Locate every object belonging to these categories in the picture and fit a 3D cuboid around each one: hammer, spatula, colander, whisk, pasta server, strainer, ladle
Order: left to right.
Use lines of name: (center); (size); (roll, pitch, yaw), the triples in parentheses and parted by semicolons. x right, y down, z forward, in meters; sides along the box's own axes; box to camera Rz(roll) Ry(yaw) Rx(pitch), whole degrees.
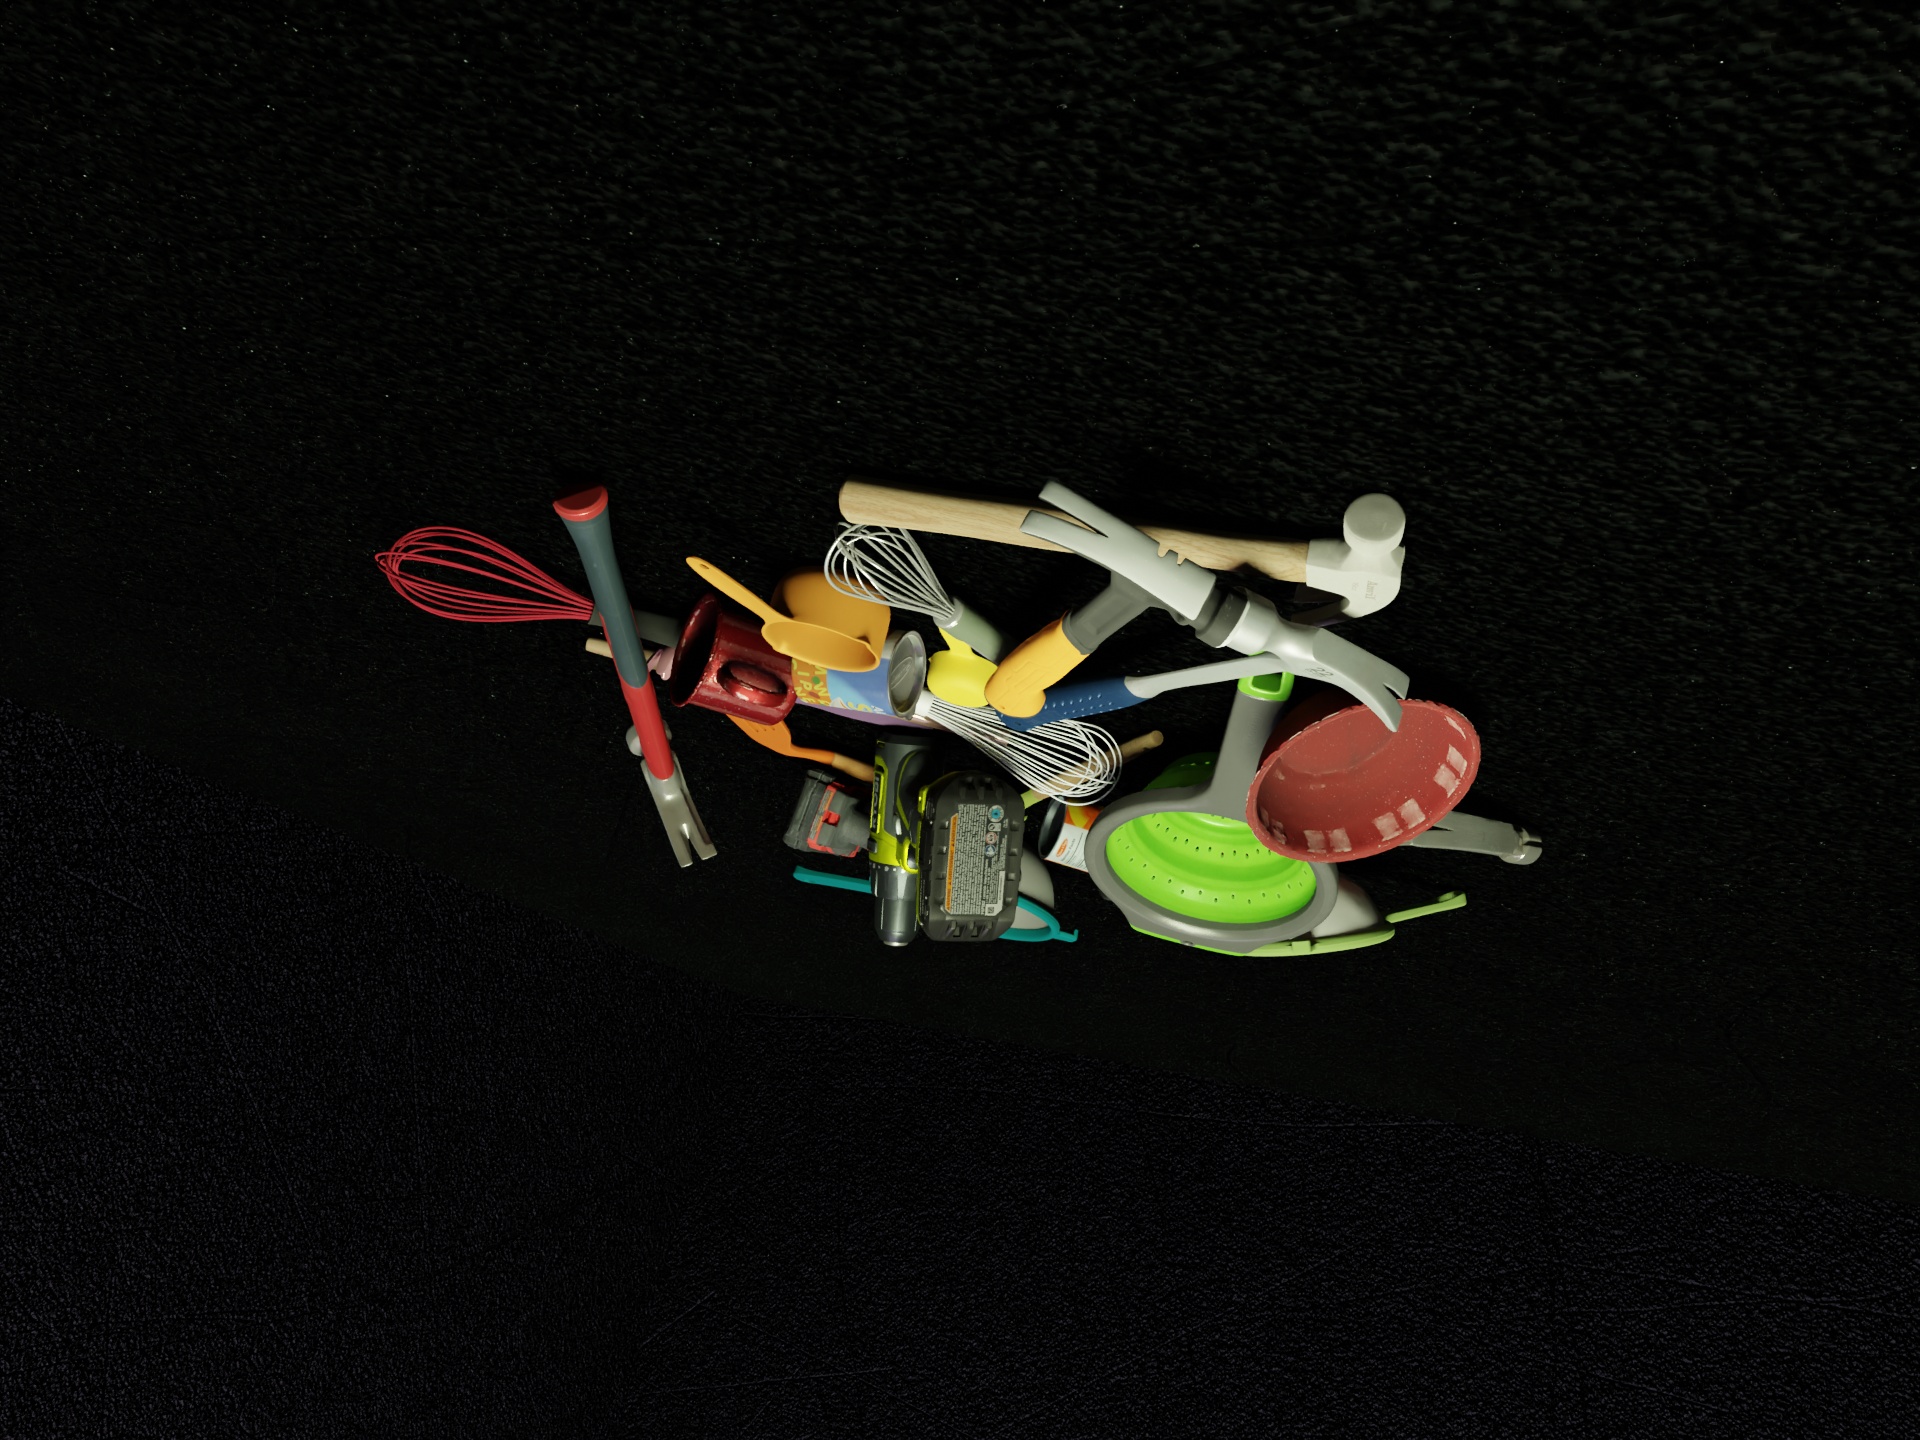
whisk: (-0.313, -0.093, 1.268); (0.295, 0.073, 0.073); (14, 164, -22)
hammer: (-0.247, -0.033, 1.210); (0.038, 0.143, 0.386); (-21, 150, -13)
spatula: (-0.177, -0.030, 1.409); (0.316, 0.018, 0.059); (14, 166, 0)
pasta server: (-0.112, -0.019, 1.358); (0.316, 0.040, 0.060); (15, 175, -5)
spatula: (-0.107, 0.035, 1.551); (0.322, 0.041, 0.081); (24, 160, -39)
strainer: (-0.038, 0.156, 1.752); (0.340, 0.095, 0.210); (5, 158, 34)
whisk: (-0.013, -0.077, 1.085); (0.246, 0.059, 0.058); (32, -163, -53)
whisk: (-0.002, -0.005, 1.290); (0.284, 0.070, 0.070); (22, 162, -5)
ladle: (0.085, 0.046, 1.413); (0.078, 0.062, 0.320); (22, 154, -21)
hammer: (0.061, -0.054, 0.986); (0.127, 0.034, 0.337); (30, 165, -5)
hammer: (0.088, -0.107, 0.927); (0.331, 0.031, 0.130); (10, 162, 17)
hammer: (0.133, -0.022, 1.080); (0.144, 0.035, 0.405); (22, 167, -21)
colander: (0.212, 0.044, 1.236); (0.204, 0.095, 0.396); (13, 145, 7)
hammer: (0.303, 0.103, 1.365); (0.149, 0.037, 0.359); (10, 170, -34)
strainer: (0.354, 0.159, 1.440); (0.256, 0.069, 0.151); (-8, 180, -25)

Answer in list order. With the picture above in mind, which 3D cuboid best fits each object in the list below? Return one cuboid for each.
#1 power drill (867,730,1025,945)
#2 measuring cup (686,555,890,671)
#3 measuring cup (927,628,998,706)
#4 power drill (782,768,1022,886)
power drill: (-0.025, 0.114, 1.350); (0.080, 0.190, 0.228); (3, -176, -19)
measuring cup: (-0.120, -0.092, 1.115); (0.095, 0.052, 0.173); (-2, 155, 42)
measuring cup: (-0.005, -0.046, 1.195); (0.062, 0.029, 0.156); (11, 164, 11)
power drill: (-0.047, 0.121, 1.533); (0.220, 0.078, 0.143); (20, 178, 17)
